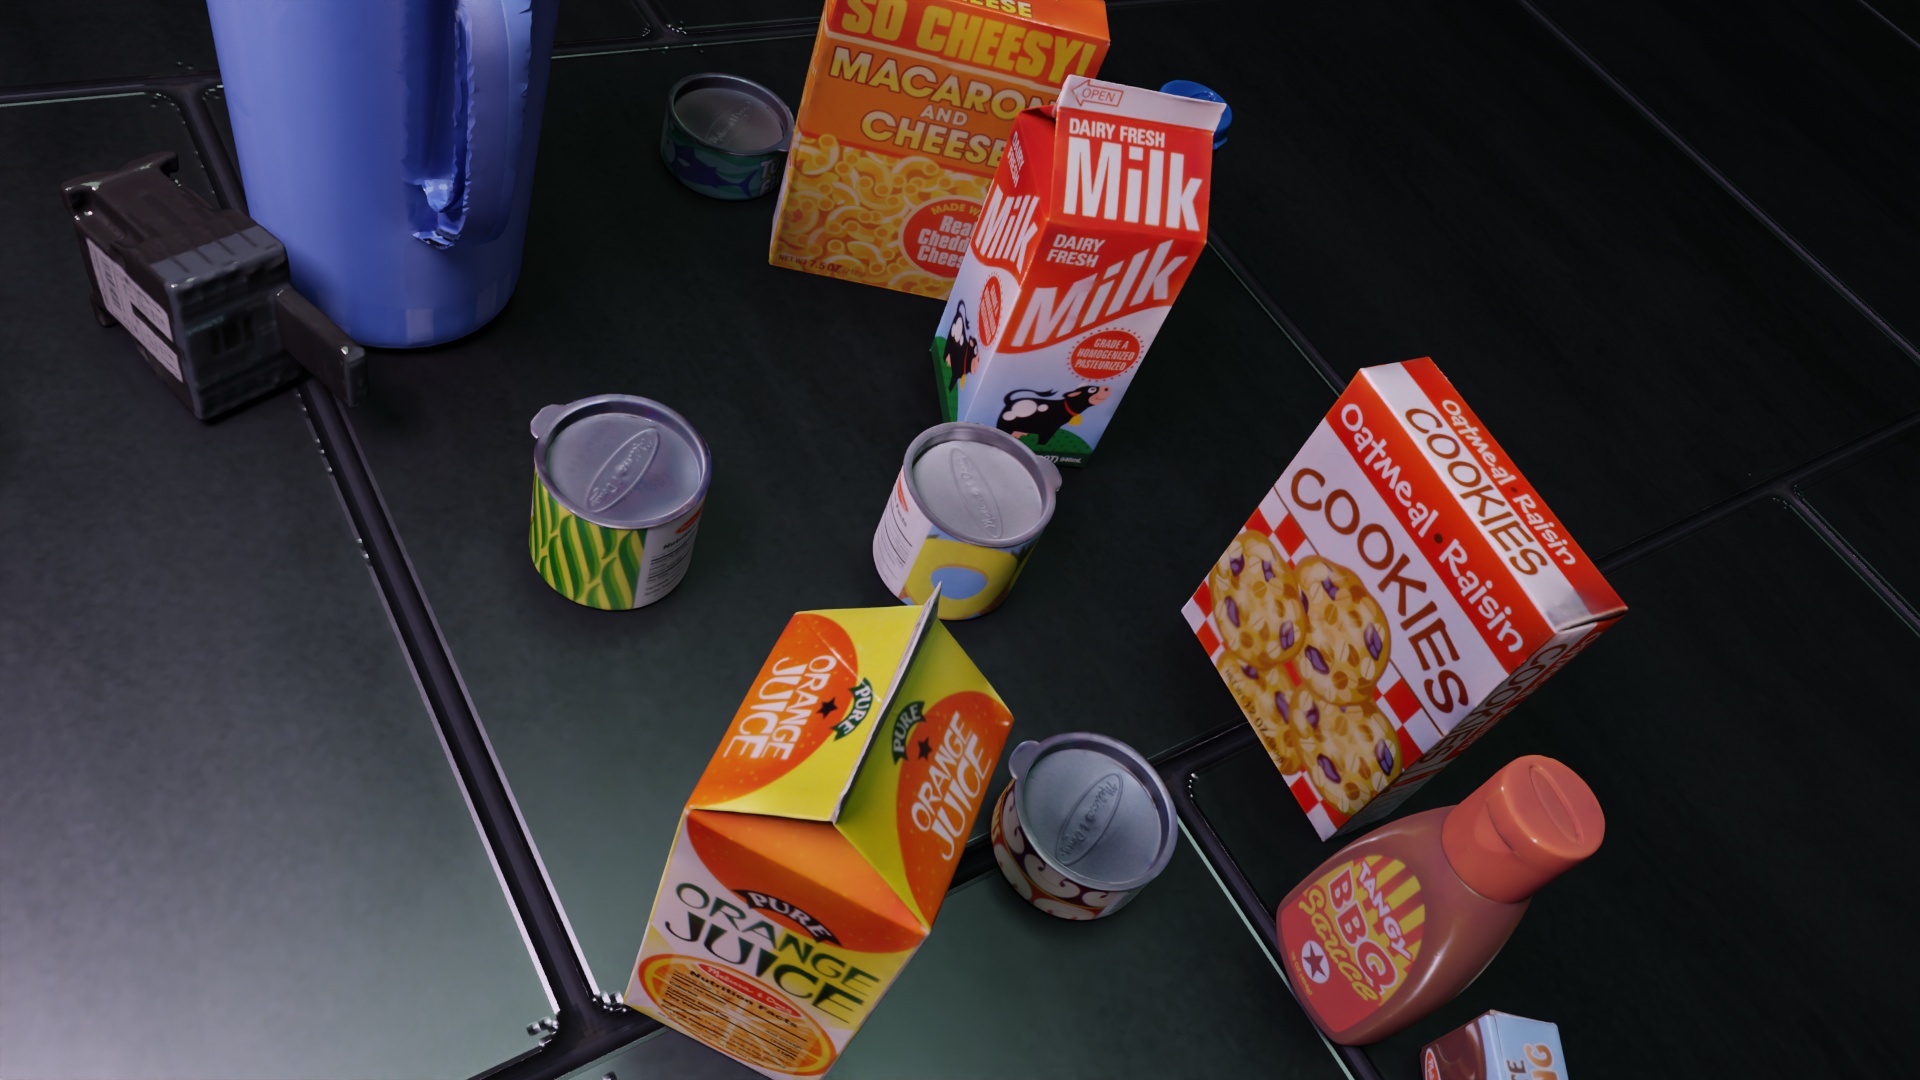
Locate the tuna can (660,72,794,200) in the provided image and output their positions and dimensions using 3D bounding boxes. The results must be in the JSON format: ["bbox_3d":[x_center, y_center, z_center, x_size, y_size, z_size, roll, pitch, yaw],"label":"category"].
[{"bbox_3d":[-0.120,-0.210,0.726,0.071,0.032,0.071,10,51,-13],"label":"tuna can"}]

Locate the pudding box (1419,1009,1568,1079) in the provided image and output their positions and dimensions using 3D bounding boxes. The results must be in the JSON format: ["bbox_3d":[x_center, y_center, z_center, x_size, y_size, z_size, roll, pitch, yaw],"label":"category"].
[{"bbox_3d":[0.195,0.218,0.497,0.030,0.049,0.084,13,50,-11],"label":"pudding box"}]

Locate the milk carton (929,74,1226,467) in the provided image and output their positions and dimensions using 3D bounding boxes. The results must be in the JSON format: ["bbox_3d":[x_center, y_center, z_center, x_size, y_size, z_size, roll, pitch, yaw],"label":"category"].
[{"bbox_3d":[0.048,-0.120,0.615,0.072,0.189,0.074,3,53,-18],"label":"milk carton"}]

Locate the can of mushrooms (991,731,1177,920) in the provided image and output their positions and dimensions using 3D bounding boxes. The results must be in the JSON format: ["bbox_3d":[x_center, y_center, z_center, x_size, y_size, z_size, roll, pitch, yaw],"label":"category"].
[{"bbox_3d":[0.045,0.109,0.537,0.071,0.033,0.071,10,51,-13],"label":"can of mushrooms"}]

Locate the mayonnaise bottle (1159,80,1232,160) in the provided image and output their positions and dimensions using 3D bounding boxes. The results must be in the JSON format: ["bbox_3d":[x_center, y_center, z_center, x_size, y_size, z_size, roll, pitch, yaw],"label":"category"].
[{"bbox_3d":[0.086,-0.155,0.685,0.041,0.147,0.065,39,50,11],"label":"mayonnaise bottle"}]

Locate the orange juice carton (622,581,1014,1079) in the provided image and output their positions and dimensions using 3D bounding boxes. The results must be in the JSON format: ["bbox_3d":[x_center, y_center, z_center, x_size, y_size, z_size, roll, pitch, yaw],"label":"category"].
[{"bbox_3d":[-0.043,0.091,0.413,0.073,0.191,0.072,26,49,0],"label":"orange juice carton"}]

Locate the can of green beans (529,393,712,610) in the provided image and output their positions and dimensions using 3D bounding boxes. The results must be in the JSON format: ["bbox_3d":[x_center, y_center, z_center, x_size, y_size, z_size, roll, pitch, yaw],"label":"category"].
[{"bbox_3d":[-0.136,-0.015,0.550,0.071,0.057,0.071,10,51,-13],"label":"can of green beans"}]

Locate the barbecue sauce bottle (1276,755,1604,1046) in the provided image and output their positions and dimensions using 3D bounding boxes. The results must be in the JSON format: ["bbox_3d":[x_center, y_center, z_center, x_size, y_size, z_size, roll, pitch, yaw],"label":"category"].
[{"bbox_3d":[0.167,0.126,0.494,0.044,0.147,0.065,-5,56,-24],"label":"barbecue sauce bottle"}]

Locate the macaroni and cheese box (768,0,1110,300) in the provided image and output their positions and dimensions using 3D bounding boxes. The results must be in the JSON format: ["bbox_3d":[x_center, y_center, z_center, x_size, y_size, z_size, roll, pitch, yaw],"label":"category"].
[{"bbox_3d":[-0.016,-0.193,0.664,0.124,0.165,0.040,9,51,-14],"label":"macaroni and cheese box"}]

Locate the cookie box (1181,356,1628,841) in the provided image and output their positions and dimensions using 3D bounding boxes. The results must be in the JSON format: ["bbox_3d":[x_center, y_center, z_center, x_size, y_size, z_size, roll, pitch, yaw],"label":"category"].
[{"bbox_3d":[0.167,0.027,0.559,0.040,0.166,0.123,-12,59,-28],"label":"cookie box"}]

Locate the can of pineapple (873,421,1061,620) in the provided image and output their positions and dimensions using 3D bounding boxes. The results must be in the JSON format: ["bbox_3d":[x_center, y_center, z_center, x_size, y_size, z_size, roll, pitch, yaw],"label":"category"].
[{"bbox_3d":[0.002,-0.007,0.596,0.071,0.057,0.071,10,51,-13],"label":"can of pineapple"}]
